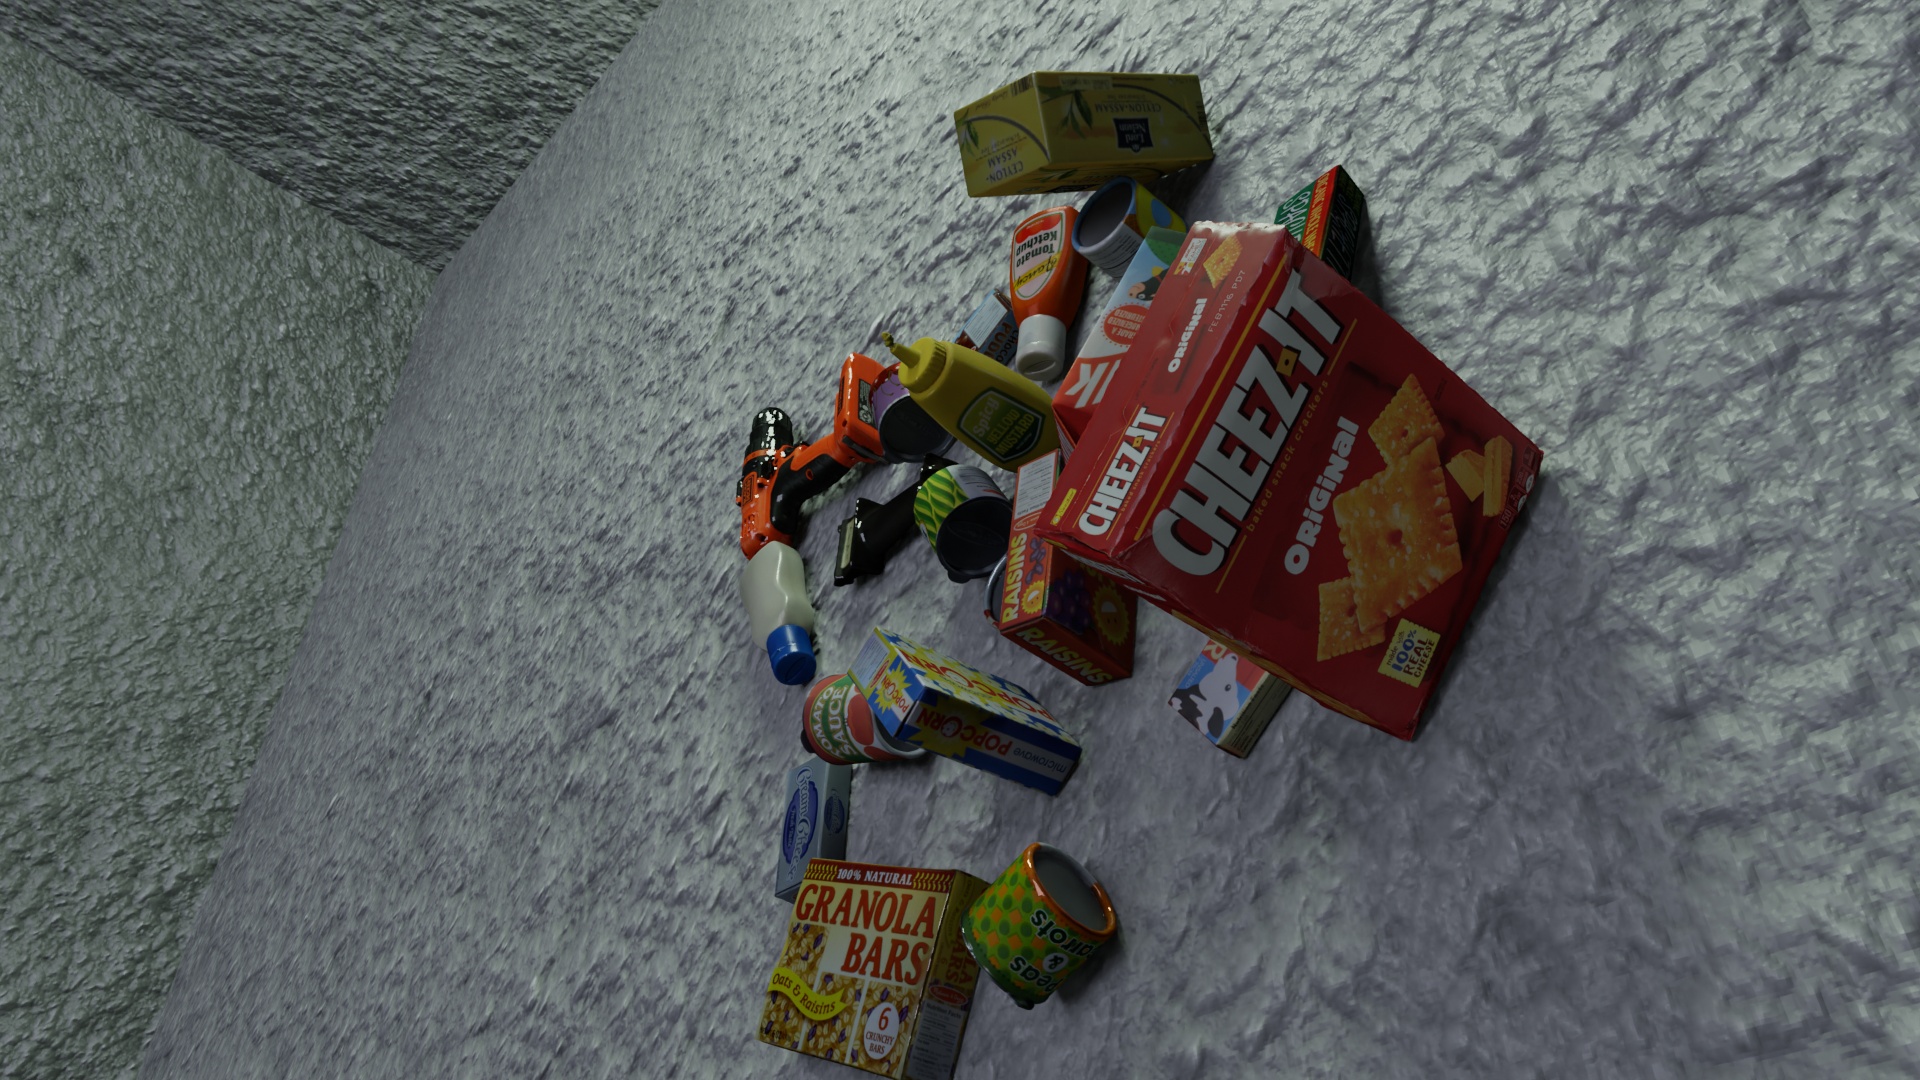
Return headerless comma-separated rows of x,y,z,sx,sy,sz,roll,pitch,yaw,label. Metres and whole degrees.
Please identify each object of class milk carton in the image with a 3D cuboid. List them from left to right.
0.113,-0.092,0.838,0.073,0.072,0.191,19,64,23,milk carton

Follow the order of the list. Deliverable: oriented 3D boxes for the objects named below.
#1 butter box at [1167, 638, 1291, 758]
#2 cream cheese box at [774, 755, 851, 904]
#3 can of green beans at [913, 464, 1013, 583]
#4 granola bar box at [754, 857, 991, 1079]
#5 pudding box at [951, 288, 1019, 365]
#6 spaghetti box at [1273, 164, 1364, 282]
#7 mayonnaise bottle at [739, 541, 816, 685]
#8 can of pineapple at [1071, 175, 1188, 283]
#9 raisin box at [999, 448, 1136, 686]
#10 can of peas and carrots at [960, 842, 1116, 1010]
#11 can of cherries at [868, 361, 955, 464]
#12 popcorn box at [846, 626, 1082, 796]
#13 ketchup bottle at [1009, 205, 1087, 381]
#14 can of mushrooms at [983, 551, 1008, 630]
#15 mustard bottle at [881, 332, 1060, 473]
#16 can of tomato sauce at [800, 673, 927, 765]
0.162,0.063,0.762,0.103,0.024,0.053,-57,32,5,butter box
-0.108,0.209,1.019,0.053,0.024,0.104,-32,41,36,cream cheese box
0.005,-0.014,1.006,0.071,0.071,0.058,-53,32,11,can of green beans
-0.057,0.270,0.883,0.165,0.039,0.124,-12,54,50,granola bar box
0.020,-0.161,1.142,0.083,0.030,0.050,-51,34,13,pudding box
0.198,-0.152,0.800,0.050,0.028,0.251,-34,17,35,spaghetti box
-0.154,0.065,1.189,0.064,0.041,0.149,-50,34,18,mayonnaise bottle
0.124,-0.227,1.023,0.070,0.058,0.071,-35,39,35,can of pineapple
0.071,0.018,0.867,0.040,0.086,0.124,-22,47,39,raisin box
0.044,0.211,0.764,0.058,0.071,0.071,-49,33,16,can of peas and carrots
-0.042,-0.105,1.146,0.071,0.071,0.058,-47,33,19,can of cherries
0.003,0.105,0.852,0.038,0.126,0.085,-60,31,8,popcorn box
0.067,-0.192,1.088,0.064,0.043,0.149,-18,50,33,ketchup bottle
0.049,0.035,0.934,0.070,0.033,0.071,-35,38,34,can of mushrooms
0.004,-0.104,0.993,0.065,0.160,0.049,-50,34,17,mustard bottle
-0.063,0.124,0.984,0.083,0.071,0.071,-15,53,48,can of tomato sauce
